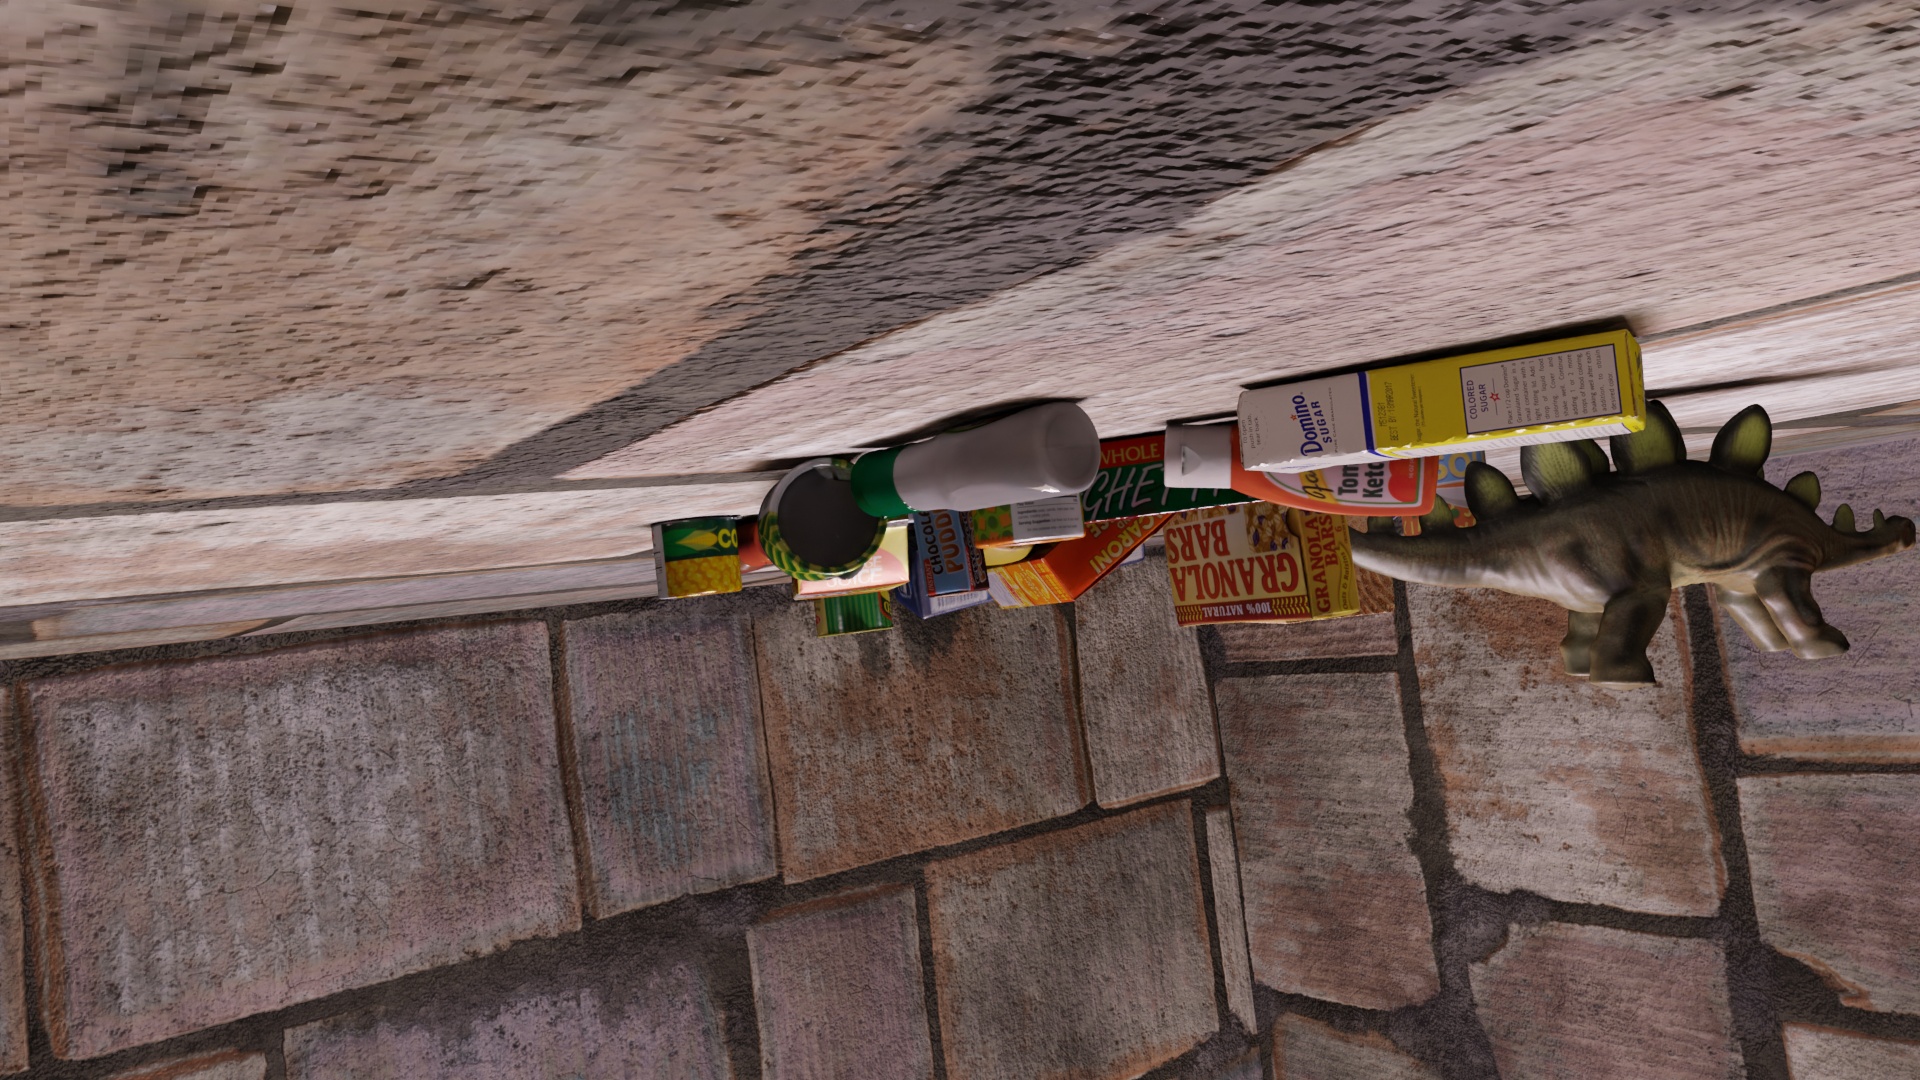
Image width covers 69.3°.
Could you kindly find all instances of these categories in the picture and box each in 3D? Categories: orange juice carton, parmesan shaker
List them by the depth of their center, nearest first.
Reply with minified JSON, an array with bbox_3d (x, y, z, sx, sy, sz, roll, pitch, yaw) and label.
[{"bbox_3d":[-0.078,-0.001,0.922,0.072,0.073,0.192,-6,177,-8],"label":"orange juice carton"},{"bbox_3d":[-0.096,0.028,1.192,0.071,0.103,0.071,-7,177,0],"label":"parmesan shaker"}]

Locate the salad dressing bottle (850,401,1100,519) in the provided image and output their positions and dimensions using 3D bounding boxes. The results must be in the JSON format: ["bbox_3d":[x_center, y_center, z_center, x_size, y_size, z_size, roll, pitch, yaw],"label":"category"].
[{"bbox_3d":[0.002,-0.037,0.697,0.064,0.044,0.147,-7,179,-42],"label":"salad dressing bottle"}]

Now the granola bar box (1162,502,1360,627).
[{"bbox_3d":[0.193,-0.007,0.930,0.039,0.124,0.165,-7,177,-21],"label":"granola bar box"}]

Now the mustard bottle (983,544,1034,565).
[{"bbox_3d":[0.003,-0.012,0.968,0.049,0.065,0.160,1,174,-22],"label":"mustard bottle"}]

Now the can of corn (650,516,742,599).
[{"bbox_3d":[-0.204,0.014,1.087,0.071,0.058,0.071,-6,177,0],"label":"can of corn"}]

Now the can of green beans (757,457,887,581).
[{"bbox_3d":[-0.078,-0.011,0.783,0.071,0.071,0.057,-6,177,-15],"label":"can of green beans"}]

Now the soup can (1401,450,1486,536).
[{"bbox_3d":[0.365,-0.043,1.044,0.071,0.084,0.071,-7,176,0],"label":"soup can"}]

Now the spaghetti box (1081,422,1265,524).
[{"bbox_3d":[0.144,-0.043,0.840,0.250,0.050,0.029,-7,176,13],"label":"spaghetti box"}]

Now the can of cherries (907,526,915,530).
[{"bbox_3d":[-0.041,-0.003,1.146,0.071,0.058,0.071,-6,176,0],"label":"can of cherries"}]

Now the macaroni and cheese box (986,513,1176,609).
[{"bbox_3d":[0.087,-0.006,0.981,0.124,0.040,0.166,-40,-174,-14],"label":"macaroni and cheese box"}]

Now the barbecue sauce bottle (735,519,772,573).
[{"bbox_3d":[-0.189,0.007,1.163,0.065,0.043,0.148,-5,176,-35],"label":"barbecue sauce bottle"}]

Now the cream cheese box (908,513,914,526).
[{"bbox_3d":[0.004,-0.029,1.066,0.104,0.024,0.053,-7,177,-1],"label":"cream cheese box"}]

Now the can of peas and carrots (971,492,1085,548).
[{"bbox_3d":[0.037,-0.027,0.814,0.071,0.058,0.071,-6,177,0],"label":"can of peas and carrots"}]

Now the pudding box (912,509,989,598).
[{"bbox_3d":[-0.008,-0.008,0.854,0.030,0.083,0.050,-11,175,16],"label":"pudding box"}]

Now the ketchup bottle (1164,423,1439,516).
[{"bbox_3d":[0.191,-0.047,0.787,0.149,0.064,0.043,1,-168,11],"label":"ketchup bottle"}]

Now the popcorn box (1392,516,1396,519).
[{"bbox_3d":[0.336,-0.042,1.194,0.085,0.038,0.126,-31,-170,-31],"label":"popcorn box"}]
